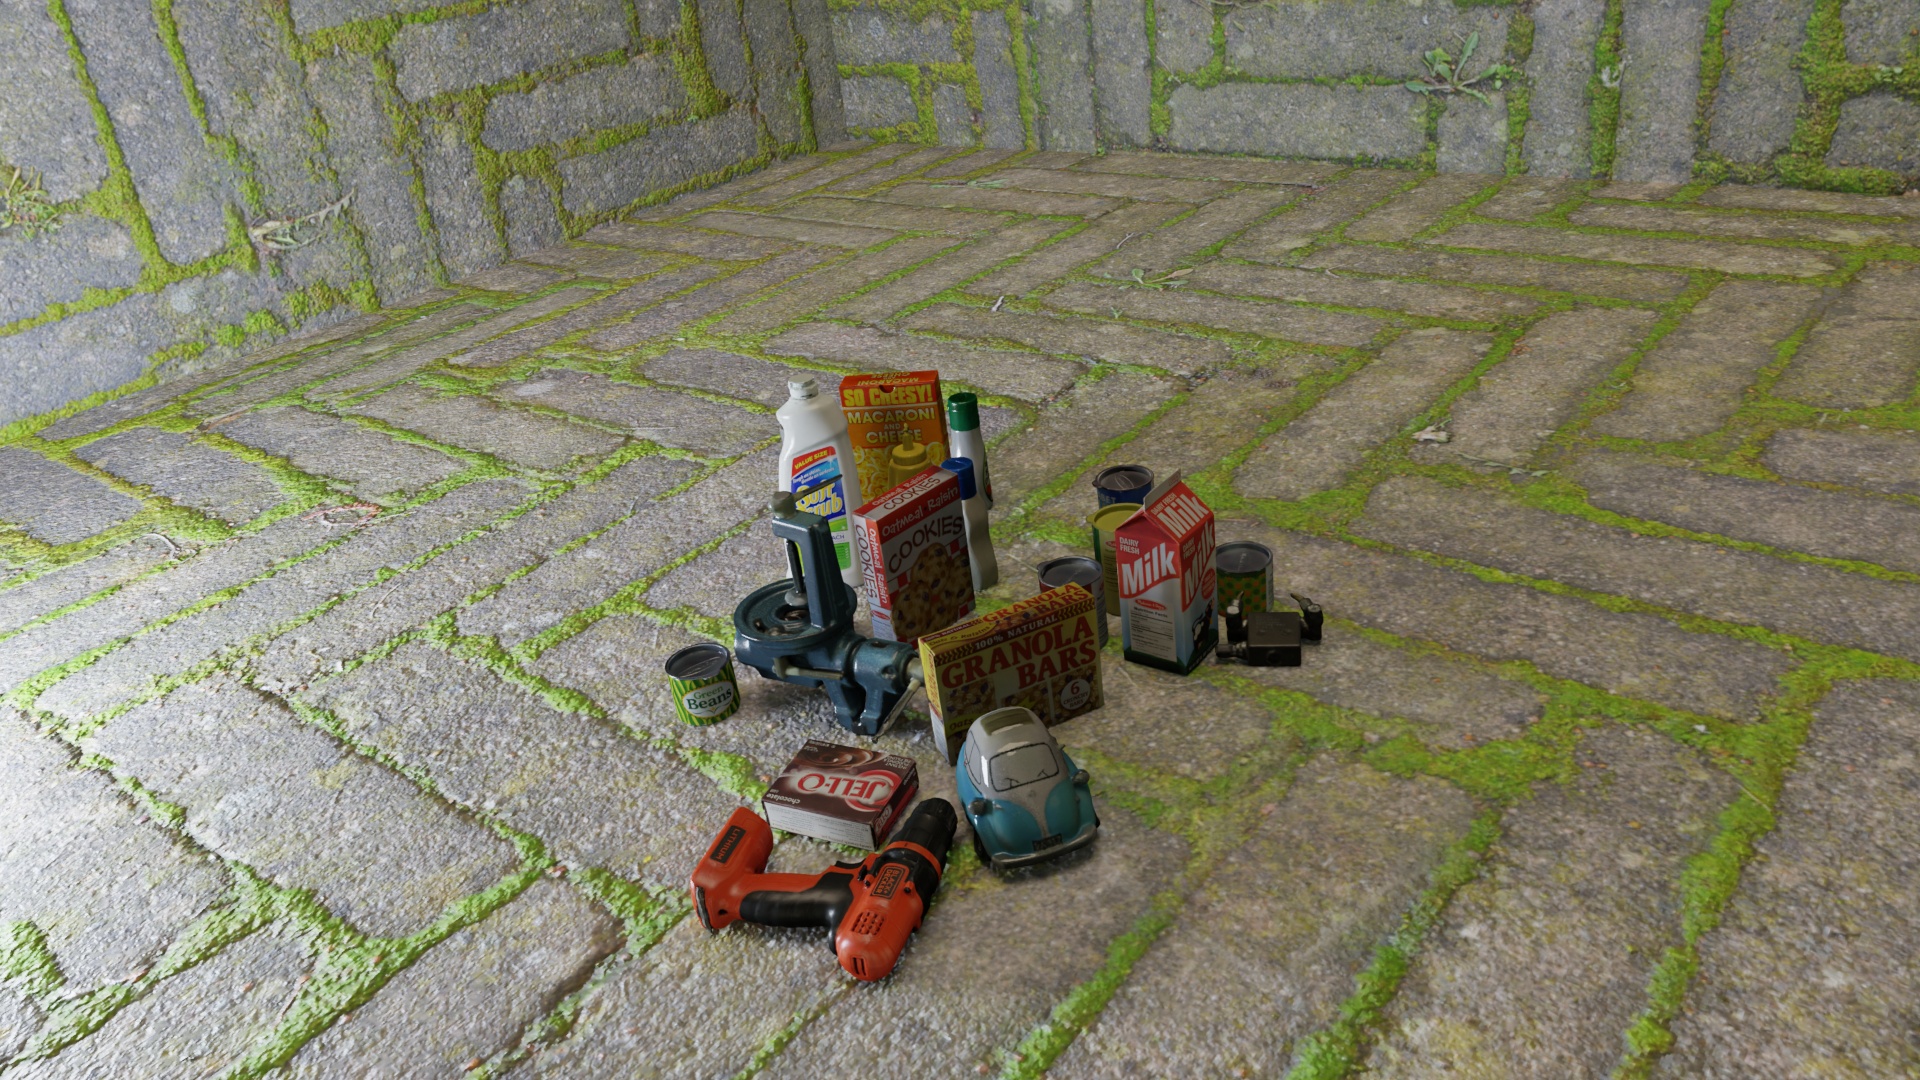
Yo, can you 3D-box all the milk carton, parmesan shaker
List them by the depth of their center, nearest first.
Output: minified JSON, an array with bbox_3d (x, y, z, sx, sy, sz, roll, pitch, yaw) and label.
[{"bbox_3d":[0.202,0.029,1.354,0.073,0.189,0.073,13,34,35],"label":"milk carton"},{"bbox_3d":[0.173,0.020,1.471,0.071,0.102,0.071,-6,27,3],"label":"parmesan shaker"}]

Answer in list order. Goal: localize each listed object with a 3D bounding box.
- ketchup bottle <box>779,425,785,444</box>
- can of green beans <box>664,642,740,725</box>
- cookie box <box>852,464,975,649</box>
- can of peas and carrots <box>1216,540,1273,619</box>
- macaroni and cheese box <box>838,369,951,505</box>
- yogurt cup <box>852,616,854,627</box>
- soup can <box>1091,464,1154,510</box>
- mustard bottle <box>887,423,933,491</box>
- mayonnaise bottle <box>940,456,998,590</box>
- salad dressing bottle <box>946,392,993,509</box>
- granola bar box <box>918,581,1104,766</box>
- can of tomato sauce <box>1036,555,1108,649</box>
[{"bbox_3d":[-0.189,-0.073,1.695,0.065,0.148,0.043,-20,29,-21],"label":"ketchup bottle"},{"bbox_3d":[-0.259,0.145,1.398,0.071,0.057,0.071,-6,27,3],"label":"can of green beans"},{"bbox_3d":[-0.047,0.022,1.457,0.040,0.166,0.123,17,36,39],"label":"cookie box"},{"bbox_3d":[0.290,0.041,1.448,0.071,0.058,0.071,-6,27,3],"label":"can of peas and carrots"},{"bbox_3d":[-0.078,-0.127,1.750,0.124,0.165,0.040,-3,28,10],"label":"macaroni and cheese box"},{"bbox_3d":[-0.145,0.084,1.488,0.072,0.053,0.073,-6,27,3],"label":"yogurt cup"},{"bbox_3d":[0.189,-0.036,1.594,0.071,0.083,0.072,-6,27,3],"label":"soup can"},{"bbox_3d":[-0.055,-0.062,1.626,0.065,0.159,0.049,-18,29,-18],"label":"mustard bottle"},{"bbox_3d":[0.006,-0.019,1.542,0.041,0.147,0.065,-29,34,-35],"label":"mayonnaise bottle"},{"bbox_3d":[0.011,-0.108,1.711,0.044,0.147,0.064,-5,27,5],"label":"salad dressing bottle"},{"bbox_3d":[0.049,0.122,1.288,0.166,0.123,0.039,-19,29,-20],"label":"granola bar box"},{"bbox_3d":[0.114,0.067,1.420,0.071,0.082,0.071,-6,27,3],"label":"can of tomato sauce"}]
